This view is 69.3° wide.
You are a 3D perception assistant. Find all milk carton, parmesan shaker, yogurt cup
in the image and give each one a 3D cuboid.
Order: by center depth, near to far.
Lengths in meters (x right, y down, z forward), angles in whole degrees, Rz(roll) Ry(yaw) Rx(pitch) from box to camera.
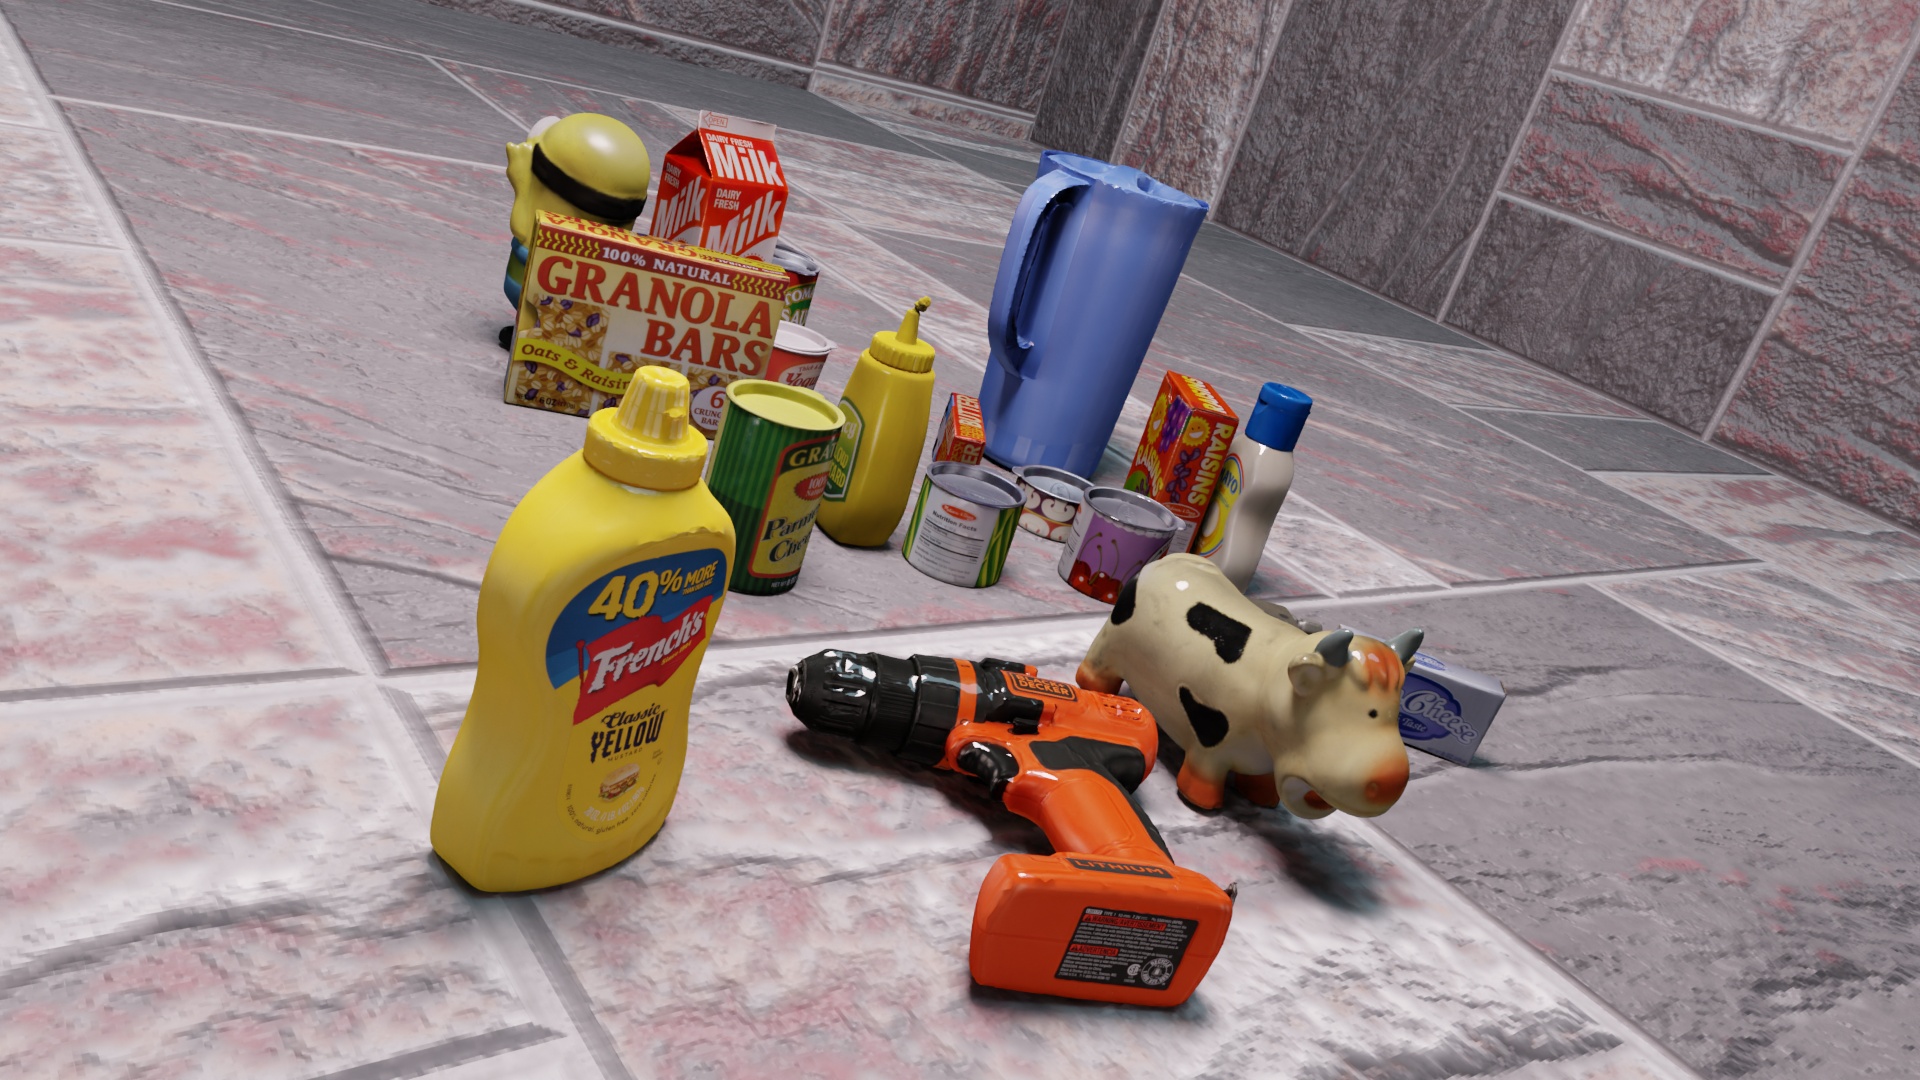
[{"bbox_3d":[-0.108,-0.030,0.774,0.071,0.102,0.071,16,21,-6],"label":"parmesan shaker"},{"bbox_3d":[-0.138,-0.135,1.070,0.072,0.053,0.073,16,21,-6],"label":"yogurt cup"},{"bbox_3d":[-0.194,-0.236,1.086,0.072,0.189,0.073,-4,30,-44],"label":"milk carton"}]

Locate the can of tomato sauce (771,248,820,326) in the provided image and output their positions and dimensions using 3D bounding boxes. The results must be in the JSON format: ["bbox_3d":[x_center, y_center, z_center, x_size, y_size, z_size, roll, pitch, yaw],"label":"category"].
[{"bbox_3d":[-0.158,-0.197,1.164,0.071,0.082,0.071,16,21,-6],"label":"can of tomato sauce"}]

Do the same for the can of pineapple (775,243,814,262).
[{"bbox_3d":[-0.175,-0.242,1.296,0.071,0.057,0.071,16,21,-6],"label":"can of pineapple"}]

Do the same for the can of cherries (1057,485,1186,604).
[{"bbox_3d":[0.106,0.004,0.922,0.071,0.058,0.072,16,21,-6],"label":"can of cherries"}]

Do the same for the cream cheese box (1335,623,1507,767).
[{"bbox_3d":[0.269,0.094,0.841,0.104,0.053,0.024,20,21,5],"label":"cream cheese box"}]

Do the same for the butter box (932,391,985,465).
[{"bbox_3d":[-0.002,-0.068,1.018,0.024,0.053,0.104,15,22,-9],"label":"butter box"}]

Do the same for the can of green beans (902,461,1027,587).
[{"bbox_3d":[0.002,-0.010,0.876,0.071,0.057,0.071,16,21,-6],"label":"can of green beans"}]

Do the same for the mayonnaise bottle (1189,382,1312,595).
[{"bbox_3d":[0.202,-0.037,0.976,0.041,0.147,0.065,11,22,-18],"label":"mayonnaise bottle"}]

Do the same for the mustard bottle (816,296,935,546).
[{"bbox_3d":[-0.049,-0.077,0.856,0.049,0.159,0.065,4,25,-33],"label":"mustard bottle"}]

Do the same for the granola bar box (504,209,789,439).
[{"bbox_3d":[-0.210,-0.139,0.929,0.166,0.123,0.039,9,23,-22],"label":"granola bar box"}]

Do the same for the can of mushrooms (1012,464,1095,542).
[{"bbox_3d":[0.067,-0.027,1.001,0.071,0.033,0.071,16,21,-6],"label":"can of mushrooms"}]

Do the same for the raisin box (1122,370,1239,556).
[{"bbox_3d":[0.152,-0.050,1.000,0.040,0.123,0.086,14,21,-10],"label":"raisin box"}]
